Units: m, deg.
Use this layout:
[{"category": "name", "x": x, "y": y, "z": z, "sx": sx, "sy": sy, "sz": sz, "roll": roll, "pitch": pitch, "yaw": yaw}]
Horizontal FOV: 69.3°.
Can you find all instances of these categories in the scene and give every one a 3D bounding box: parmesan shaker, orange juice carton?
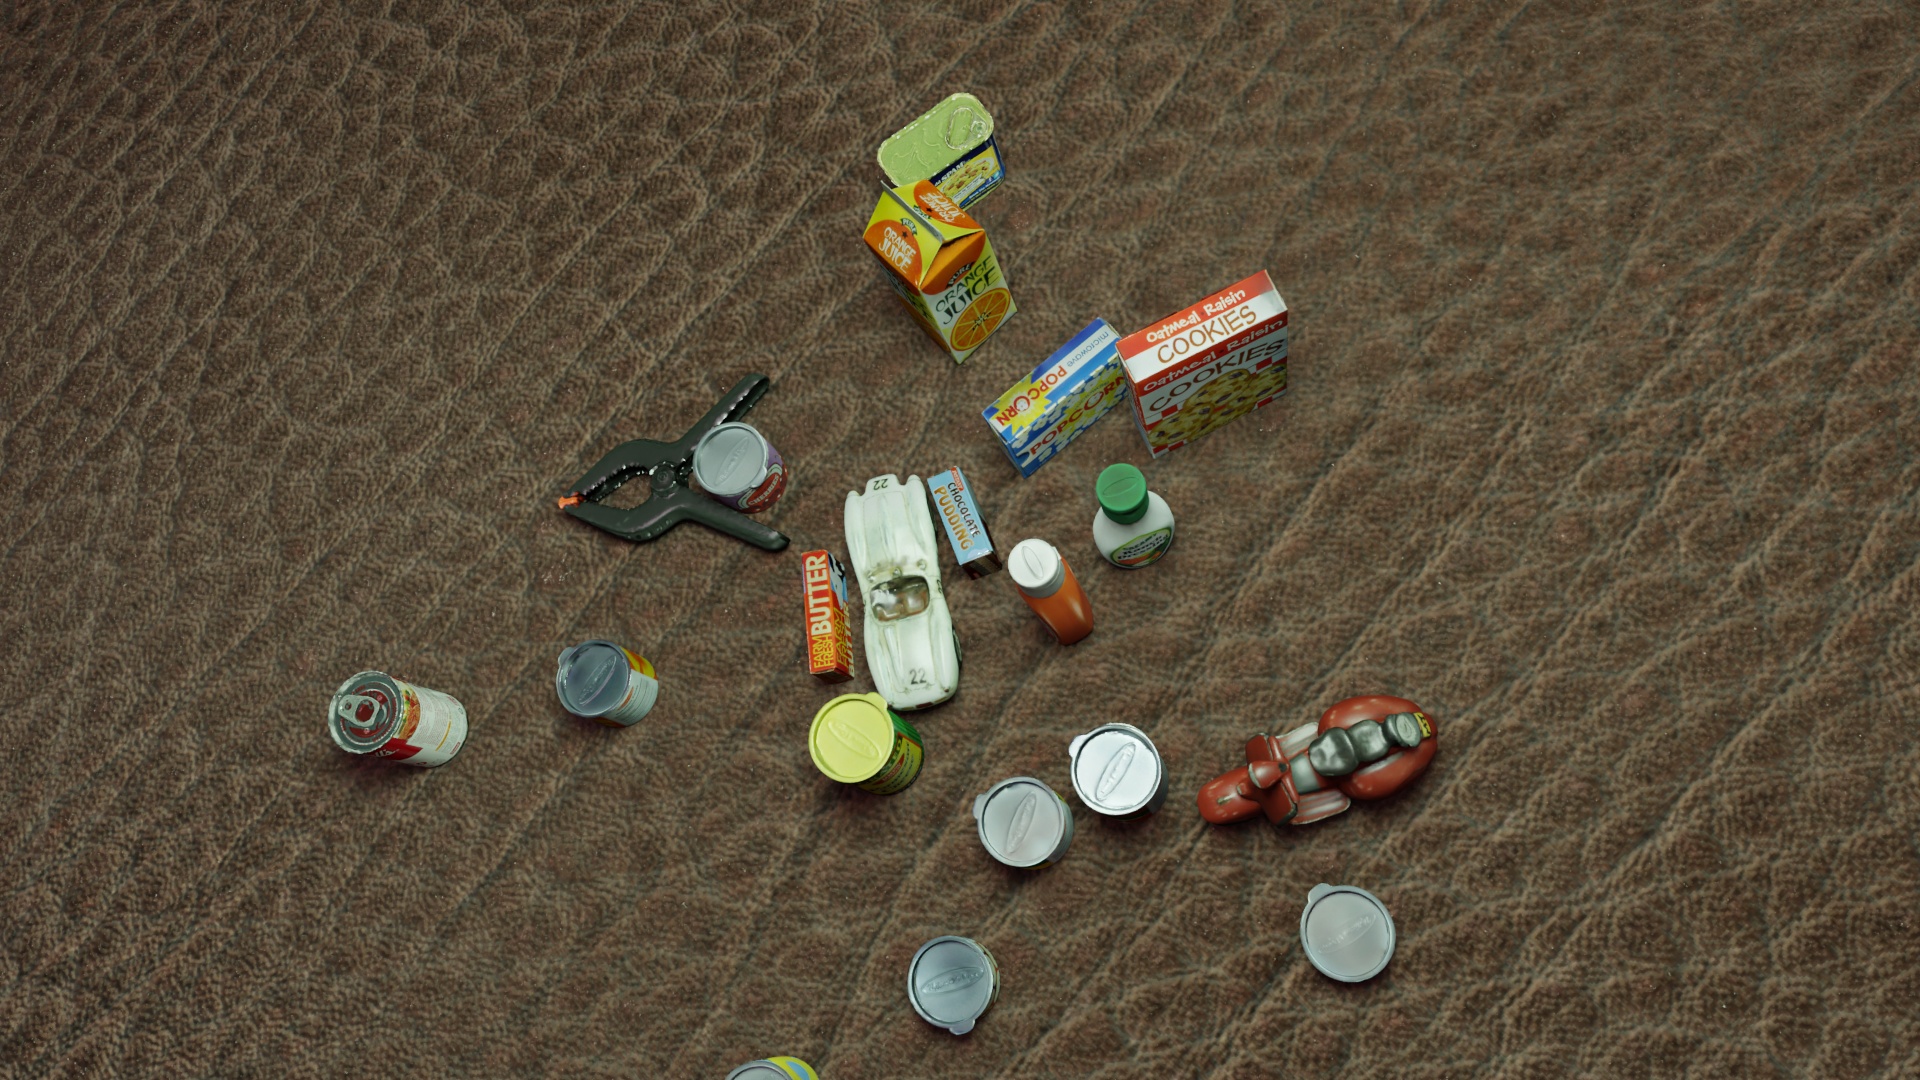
[{"category": "parmesan shaker", "x": -0.069, "y": 0.159, "z": 1.082, "sx": 0.071, "sy": 0.103, "sz": 0.071, "roll": -4, "pitch": 73, "yaw": 12}, {"category": "orange juice carton", "x": -0.018, "y": -0.227, "z": 1.142, "sx": 0.073, "sy": 0.192, "sz": 0.072, "roll": -43, "pitch": 70, "yaw": -2}]

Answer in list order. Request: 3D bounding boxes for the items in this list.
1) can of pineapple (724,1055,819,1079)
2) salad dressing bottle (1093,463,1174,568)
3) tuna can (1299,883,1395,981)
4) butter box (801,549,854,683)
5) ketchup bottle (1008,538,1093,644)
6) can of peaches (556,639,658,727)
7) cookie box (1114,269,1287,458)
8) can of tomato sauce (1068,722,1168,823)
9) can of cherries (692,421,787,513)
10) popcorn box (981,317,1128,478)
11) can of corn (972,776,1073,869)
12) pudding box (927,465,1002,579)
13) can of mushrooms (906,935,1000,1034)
[{"category": "can of pineapple", "x": -0.143, "y": 0.422, "z": 1.041, "sx": 0.071, "sy": 0.057, "sz": 0.071, "roll": -4, "pitch": 73, "yaw": 12}, {"category": "salad dressing bottle", "x": 0.130, "y": -0.019, "z": 1.068, "sx": 0.064, "sy": 0.147, "sz": 0.044, "roll": -24, "pitch": 70, "yaw": 5}, {"category": "tuna can", "x": 0.277, "y": 0.282, "z": 1.004, "sx": 0.071, "sy": 0.032, "sz": 0.071, "roll": -4, "pitch": 73, "yaw": 12}, {"category": "butter box", "x": -0.109, "y": 0.063, "z": 1.147, "sx": 0.024, "sy": 0.053, "sz": 0.104, "roll": -10, "pitch": 71, "yaw": 10}, {"category": "ketchup bottle", "x": 0.068, "y": 0.035, "z": 1.065, "sx": 0.043, "sy": 0.148, "sz": 0.065, "roll": -30, "pitch": 70, "yaw": 3}, {"category": "can of peaches", "x": -0.298, "y": 0.120, "z": 1.169, "sx": 0.071, "sy": 0.058, "sz": 0.071, "roll": -4, "pitch": 73, "yaw": 12}, {"category": "cookie box", "x": 0.190, "y": -0.133, "z": 1.080, "sx": 0.123, "sy": 0.167, "sz": 0.040, "roll": -26, "pitch": 70, "yaw": 4}, {"category": "can of tomato sauce", "x": 0.119, "y": 0.176, "z": 1.045, "sx": 0.071, "sy": 0.083, "sz": 0.071, "roll": -4, "pitch": 73, "yaw": 12}, {"category": "can of cherries", "x": -0.188, "y": -0.060, "z": 1.200, "sx": 0.071, "sy": 0.058, "sz": 0.071, "roll": -4, "pitch": 73, "yaw": 12}, {"category": "popcorn box", "x": 0.084, "y": -0.116, "z": 1.142, "sx": 0.127, "sy": 0.085, "sz": 0.038, "roll": -39, "pitch": 69, "yaw": -1}, {"category": "can of corn", "x": 0.048, "y": 0.216, "z": 1.062, "sx": 0.071, "sy": 0.058, "sz": 0.071, "roll": -4, "pitch": 73, "yaw": 12}, {"category": "pudding box", "x": 0.004, "y": -0.014, "z": 1.148, "sx": 0.030, "sy": 0.049, "sz": 0.084, "roll": -23, "pitch": 70, "yaw": 5}, {"category": "can of mushrooms", "x": -0.004, "y": 0.336, "z": 1.050, "sx": 0.071, "sy": 0.033, "sz": 0.071, "roll": -4, "pitch": 73, "yaw": 12}]
